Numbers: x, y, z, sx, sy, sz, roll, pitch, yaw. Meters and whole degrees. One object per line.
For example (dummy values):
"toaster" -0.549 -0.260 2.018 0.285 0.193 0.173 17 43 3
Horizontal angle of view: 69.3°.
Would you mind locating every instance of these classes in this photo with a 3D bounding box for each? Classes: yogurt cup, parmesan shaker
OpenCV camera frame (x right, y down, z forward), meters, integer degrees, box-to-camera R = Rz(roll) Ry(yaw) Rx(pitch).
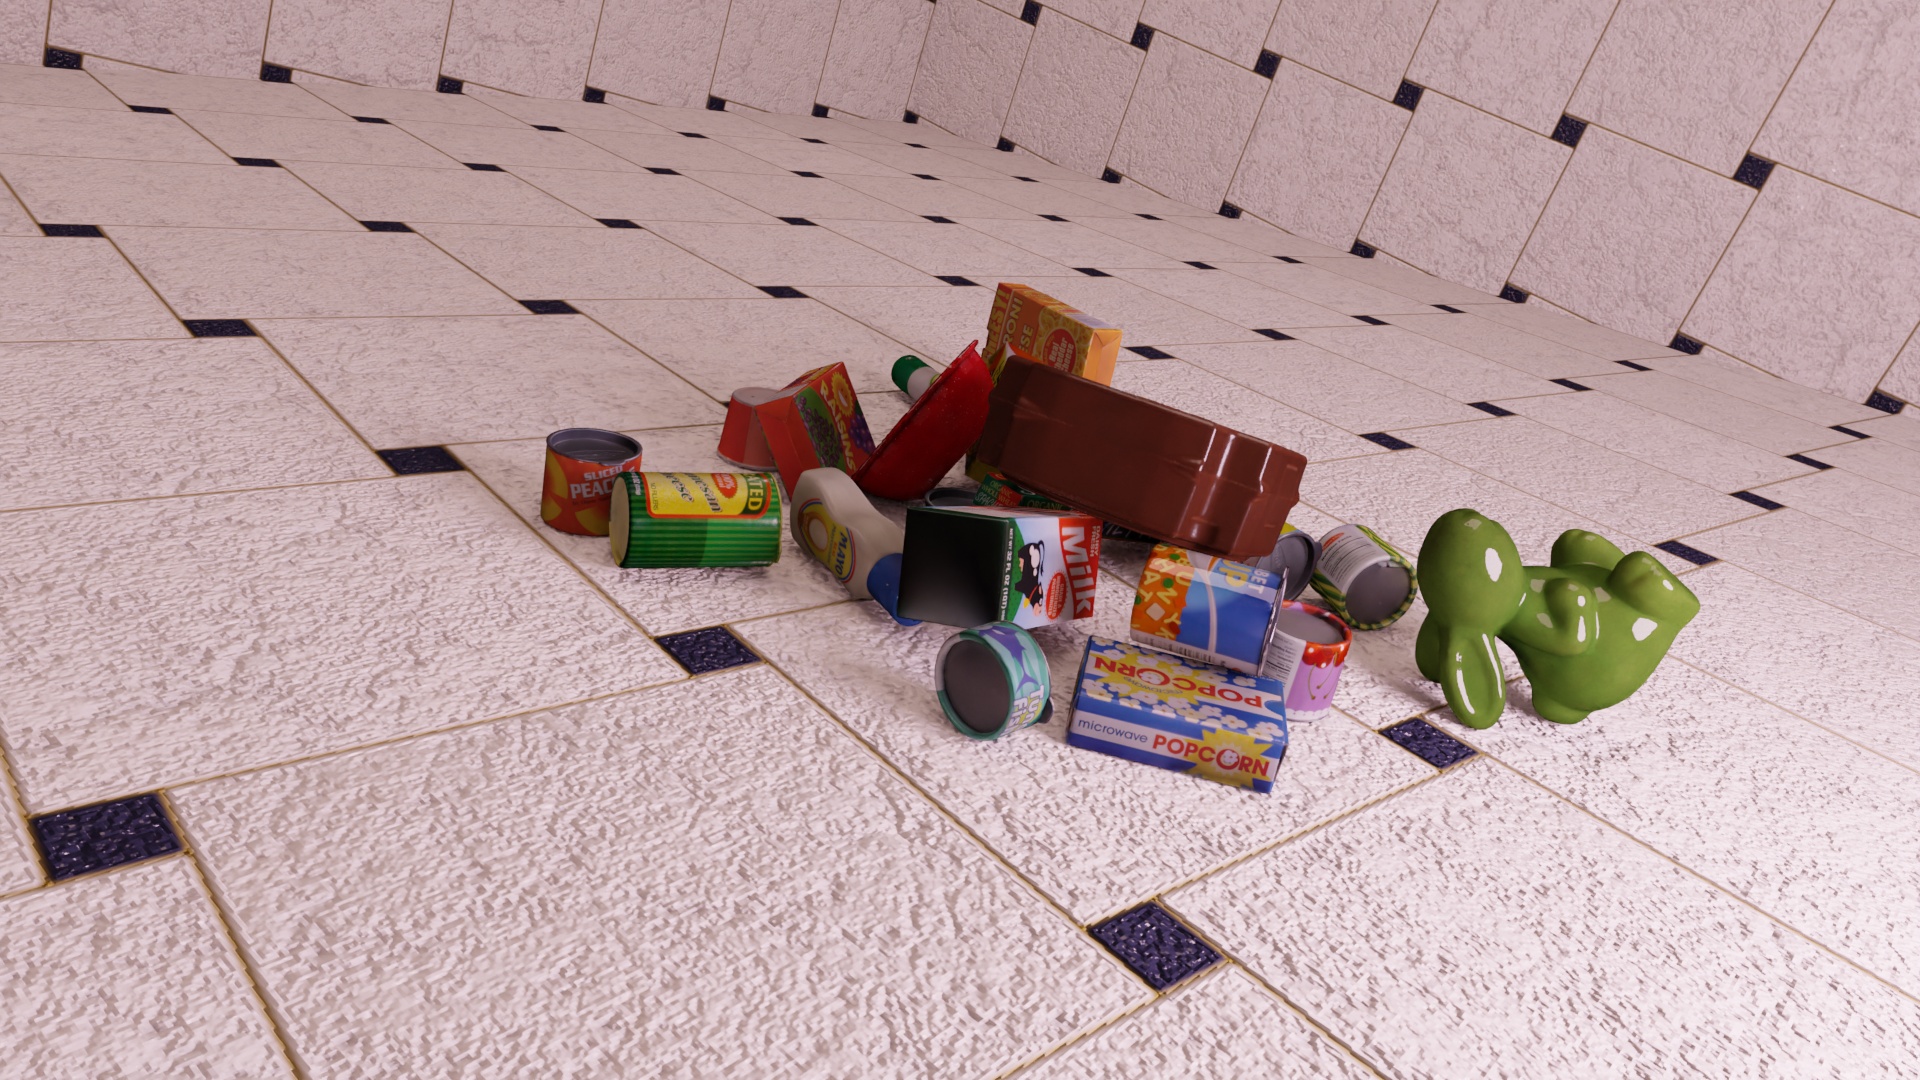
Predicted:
"yogurt cup" -0.166 -0.095 1.160 0.072 0.053 0.073 9 23 -4
"parmesan shaker" -0.179 -0.012 0.941 0.103 0.071 0.071 0 25 -26

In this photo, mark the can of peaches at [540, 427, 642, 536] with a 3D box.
"can of peaches" -0.260 -0.041 0.980 0.071 0.057 0.071 11 22 -4

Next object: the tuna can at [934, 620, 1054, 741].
"tuna can" 0.019 0.083 0.808 0.033 0.070 0.071 -13 32 -44

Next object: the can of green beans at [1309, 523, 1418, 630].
"can of green beans" 0.312 0.029 1.079 0.071 0.071 0.058 4 24 -18

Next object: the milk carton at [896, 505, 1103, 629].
"milk carton" 0.039 0.015 0.926 0.073 0.072 0.191 8 6 28

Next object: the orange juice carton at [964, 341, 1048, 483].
"orange juice carton" 0.053 -0.112 1.231 0.072 0.072 0.193 28 26 -13

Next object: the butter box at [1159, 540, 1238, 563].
"butter box" 0.180 0.016 1.061 0.024 0.053 0.104 4 23 -13

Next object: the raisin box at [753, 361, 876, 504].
"raisin box" -0.115 -0.088 1.123 0.040 0.086 0.124 -16 15 19

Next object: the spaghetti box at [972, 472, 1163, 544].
"spaghetti box" 0.121 -0.021 1.103 0.250 0.028 0.050 6 20 -39

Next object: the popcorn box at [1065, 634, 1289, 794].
"popcorn box" 0.132 0.104 0.848 0.127 0.038 0.085 13 21 5

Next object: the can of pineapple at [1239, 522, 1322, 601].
"can of pineapple" 0.235 0.012 1.082 0.071 0.070 0.058 -3 26 -32

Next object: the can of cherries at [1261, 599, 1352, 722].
"can of cherries" 0.222 0.079 0.925 0.071 0.058 0.072 9 22 -4

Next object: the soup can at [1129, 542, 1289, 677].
"soup can" 0.156 0.040 0.870 0.084 0.071 0.071 15 22 16

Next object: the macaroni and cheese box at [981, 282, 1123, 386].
"macaroni and cheese box" 0.083 -0.176 1.384 0.040 0.123 0.167 -3 26 -35

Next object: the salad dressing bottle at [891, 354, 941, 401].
"salad dressing bottle" -0.020 -0.142 1.356 0.064 0.043 0.148 -5 27 -31

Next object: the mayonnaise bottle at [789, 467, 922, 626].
"mayonnaise bottle" -0.068 0.006 0.958 0.041 0.064 0.148 -8 32 -34

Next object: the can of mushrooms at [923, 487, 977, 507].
"can of mushrooms" 0.004 -0.013 1.074 0.071 0.033 0.071 10 21 -4
